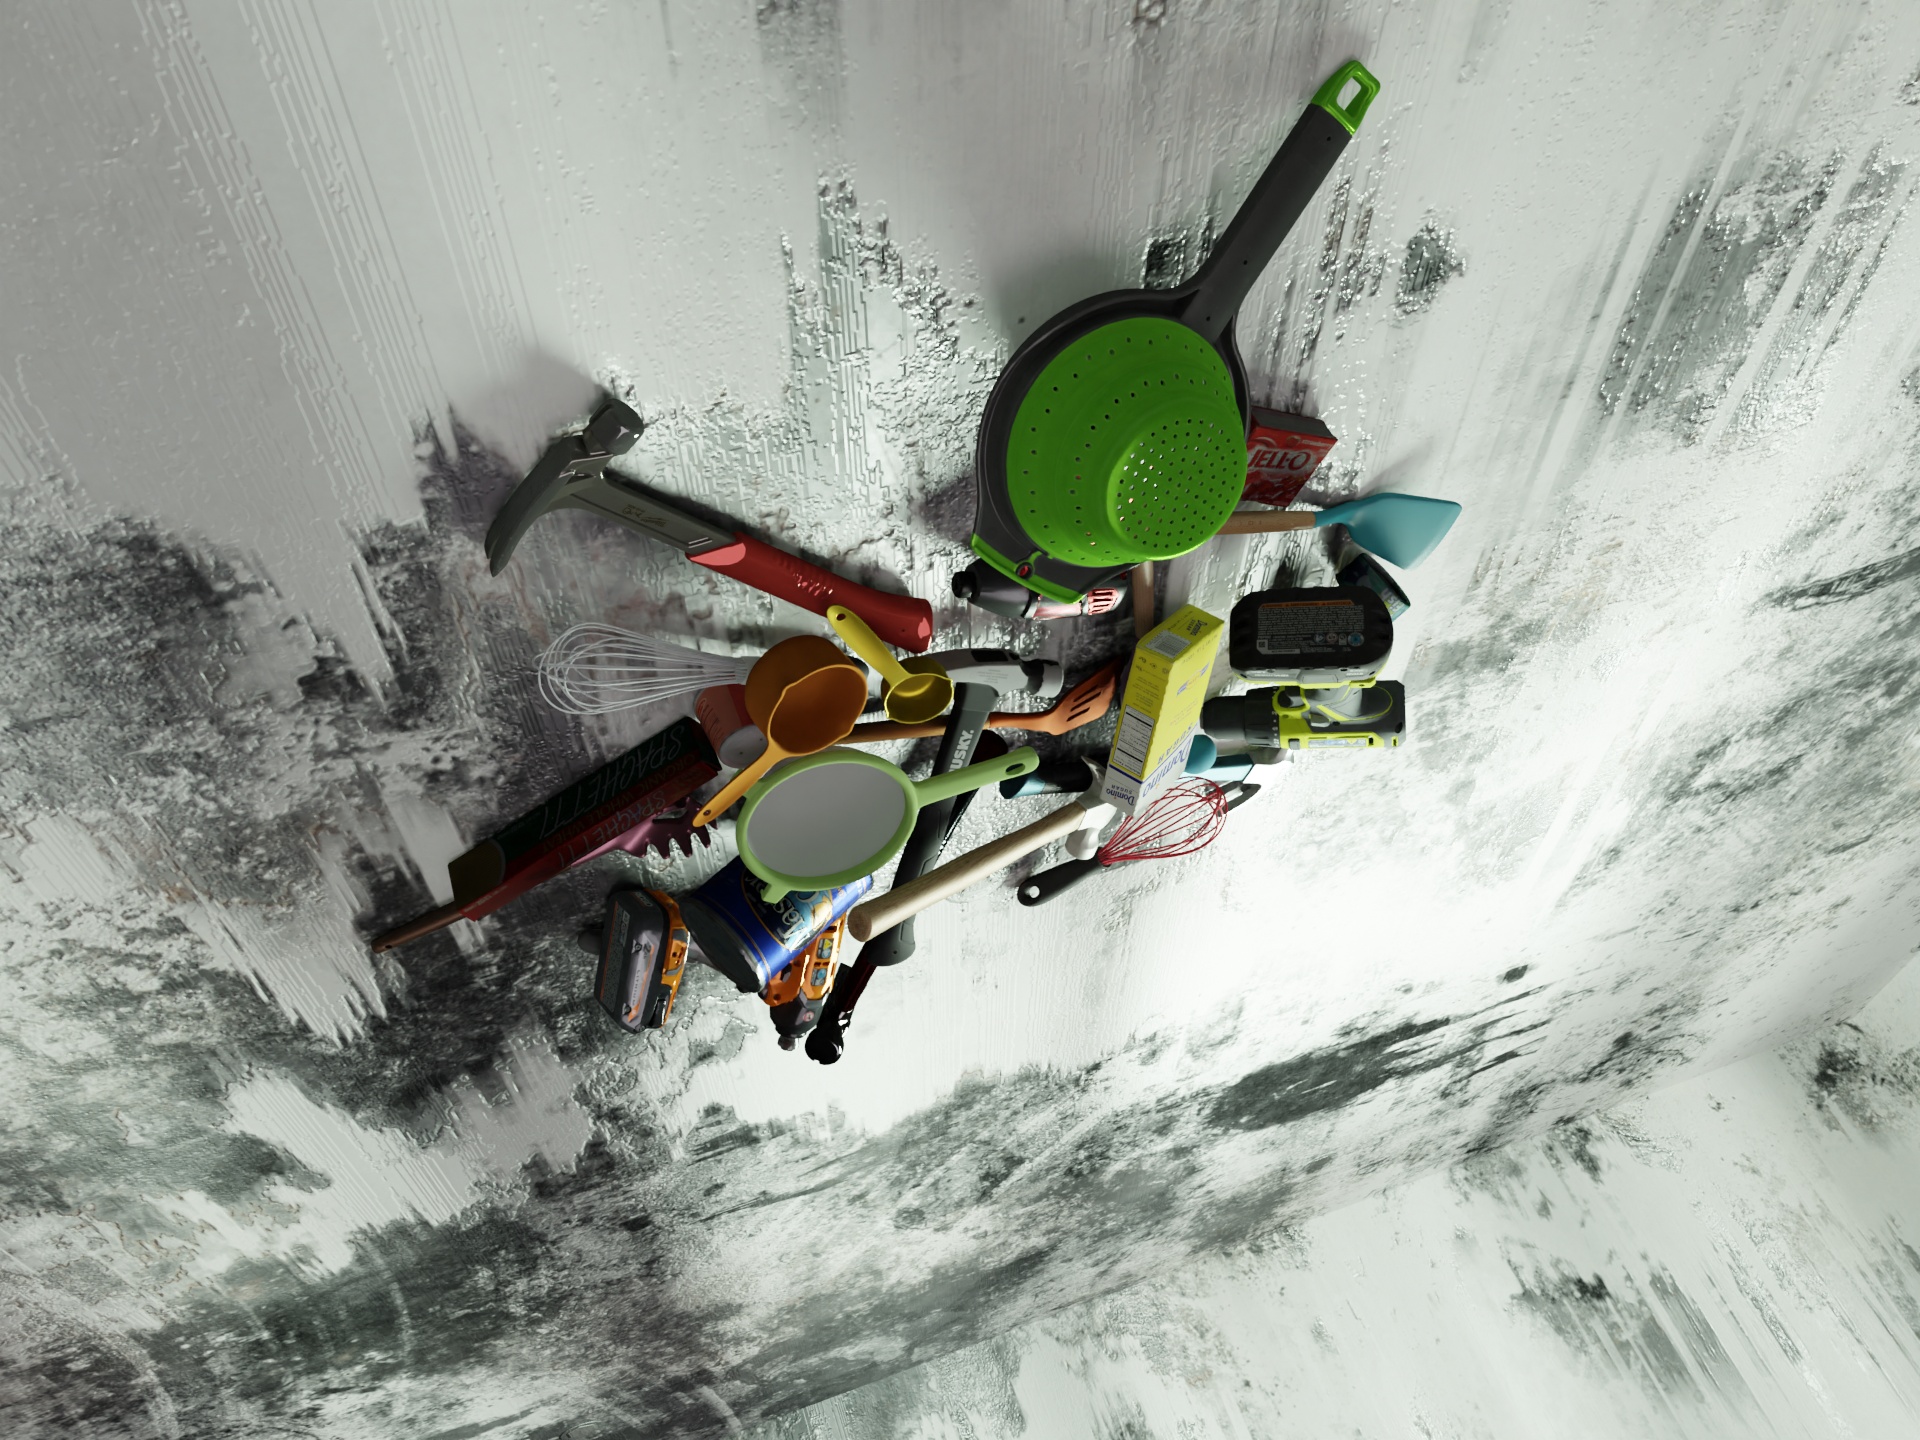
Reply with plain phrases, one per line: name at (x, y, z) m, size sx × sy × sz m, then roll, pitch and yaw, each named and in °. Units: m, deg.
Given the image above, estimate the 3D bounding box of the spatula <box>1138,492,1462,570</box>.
spatula at (0.278, -0.160, 1.323) m, size 0.317 × 0.044 × 0.082 m, roll -6°, pitch 144°, yaw -31°

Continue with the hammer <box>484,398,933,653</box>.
hammer at (-0.156, -0.108, 1.152) m, size 0.149 × 0.037 × 0.358 m, roll -42°, pitch 141°, yaw 24°

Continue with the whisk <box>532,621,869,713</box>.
whisk at (-0.189, -0.039, 1.212) m, size 0.284 × 0.070 × 0.070 m, roll -1°, pitch 139°, yaw -38°

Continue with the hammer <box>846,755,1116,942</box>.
hammer at (0.030, 0.120, 1.417) m, size 0.331 × 0.031 × 0.130 m, roll -22°, pitch 144°, yaw -42°

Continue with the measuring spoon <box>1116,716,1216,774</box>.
measuring spoon at (0.198, 0.022, 1.508) m, size 0.128 × 0.021 × 0.042 m, roll 22°, pitch 106°, yaw -35°

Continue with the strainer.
strainer at (-0.065, 0.050, 1.312) m, size 0.256 × 0.069 × 0.151 m, roll -17°, pitch 134°, yaw -9°

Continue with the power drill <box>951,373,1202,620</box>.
power drill at (0.082, -0.160, 1.195) m, size 0.143 × 0.079 × 0.219 m, roll -5°, pitch 144°, yaw -24°

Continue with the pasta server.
pasta server at (-0.357, 0.135, 1.353) m, size 0.316 × 0.040 × 0.060 m, roll -24°, pitch 133°, yaw 2°

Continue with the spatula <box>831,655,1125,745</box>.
spatula at (-0.002, -0.004, 1.394) m, size 0.322 × 0.041 × 0.081 m, roll -6°, pitch 140°, yaw -18°

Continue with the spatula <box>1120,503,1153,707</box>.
spatula at (0.161, -0.091, 1.377) m, size 0.060 × 0.018 × 0.315 m, roll -24°, pitch 147°, yaw -7°

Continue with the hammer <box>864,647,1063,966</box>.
hammer at (-0.029, 0.083, 1.397) m, size 0.146 × 0.035 × 0.334 m, roll 5°, pitch 121°, yaw -24°

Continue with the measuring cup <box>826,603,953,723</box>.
measuring cup at (-0.060, -0.052, 1.235) m, size 0.062 × 0.029 × 0.156 m, roll -31°, pitch 136°, yaw 13°

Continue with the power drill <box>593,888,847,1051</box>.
power drill at (-0.218, 0.234, 1.479) m, size 0.226 × 0.084 × 0.164 m, roll 4°, pitch 103°, yaw -34°

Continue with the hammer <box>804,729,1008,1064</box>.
hammer at (-0.050, 0.158, 1.534) m, size 0.038 × 0.143 × 0.386 m, roll 27°, pitch 118°, yaw -3°

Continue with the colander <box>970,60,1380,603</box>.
colander at (0.164, -0.238, 1.029) m, size 0.204 × 0.095 × 0.397 m, roll 25°, pitch 105°, yaw -36°

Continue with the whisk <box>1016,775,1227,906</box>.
whisk at (0.156, 0.129, 1.590) m, size 0.073 × 0.073 × 0.296 m, roll 10°, pitch 149°, yaw -39°

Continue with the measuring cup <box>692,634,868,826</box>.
measuring cup at (-0.150, 0.006, 1.207) m, size 0.173 × 0.052 × 0.095 m, roll -43°, pitch 146°, yaw 5°

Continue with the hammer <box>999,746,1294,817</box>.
hammer at (0.190, 0.050, 1.569) m, size 0.331 × 0.033 × 0.128 m, roll -2°, pitch 139°, yaw -28°

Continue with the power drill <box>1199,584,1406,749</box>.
power drill at (0.304, -0.035, 1.435) m, size 0.190 × 0.080 × 0.228 m, roll -1°, pitch 157°, yaw 14°

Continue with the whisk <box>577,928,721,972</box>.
whisk at (-0.256, 0.224, 1.524) m, size 0.238 × 0.055 × 0.055 m, roll 13°, pitch 131°, yaw -36°
